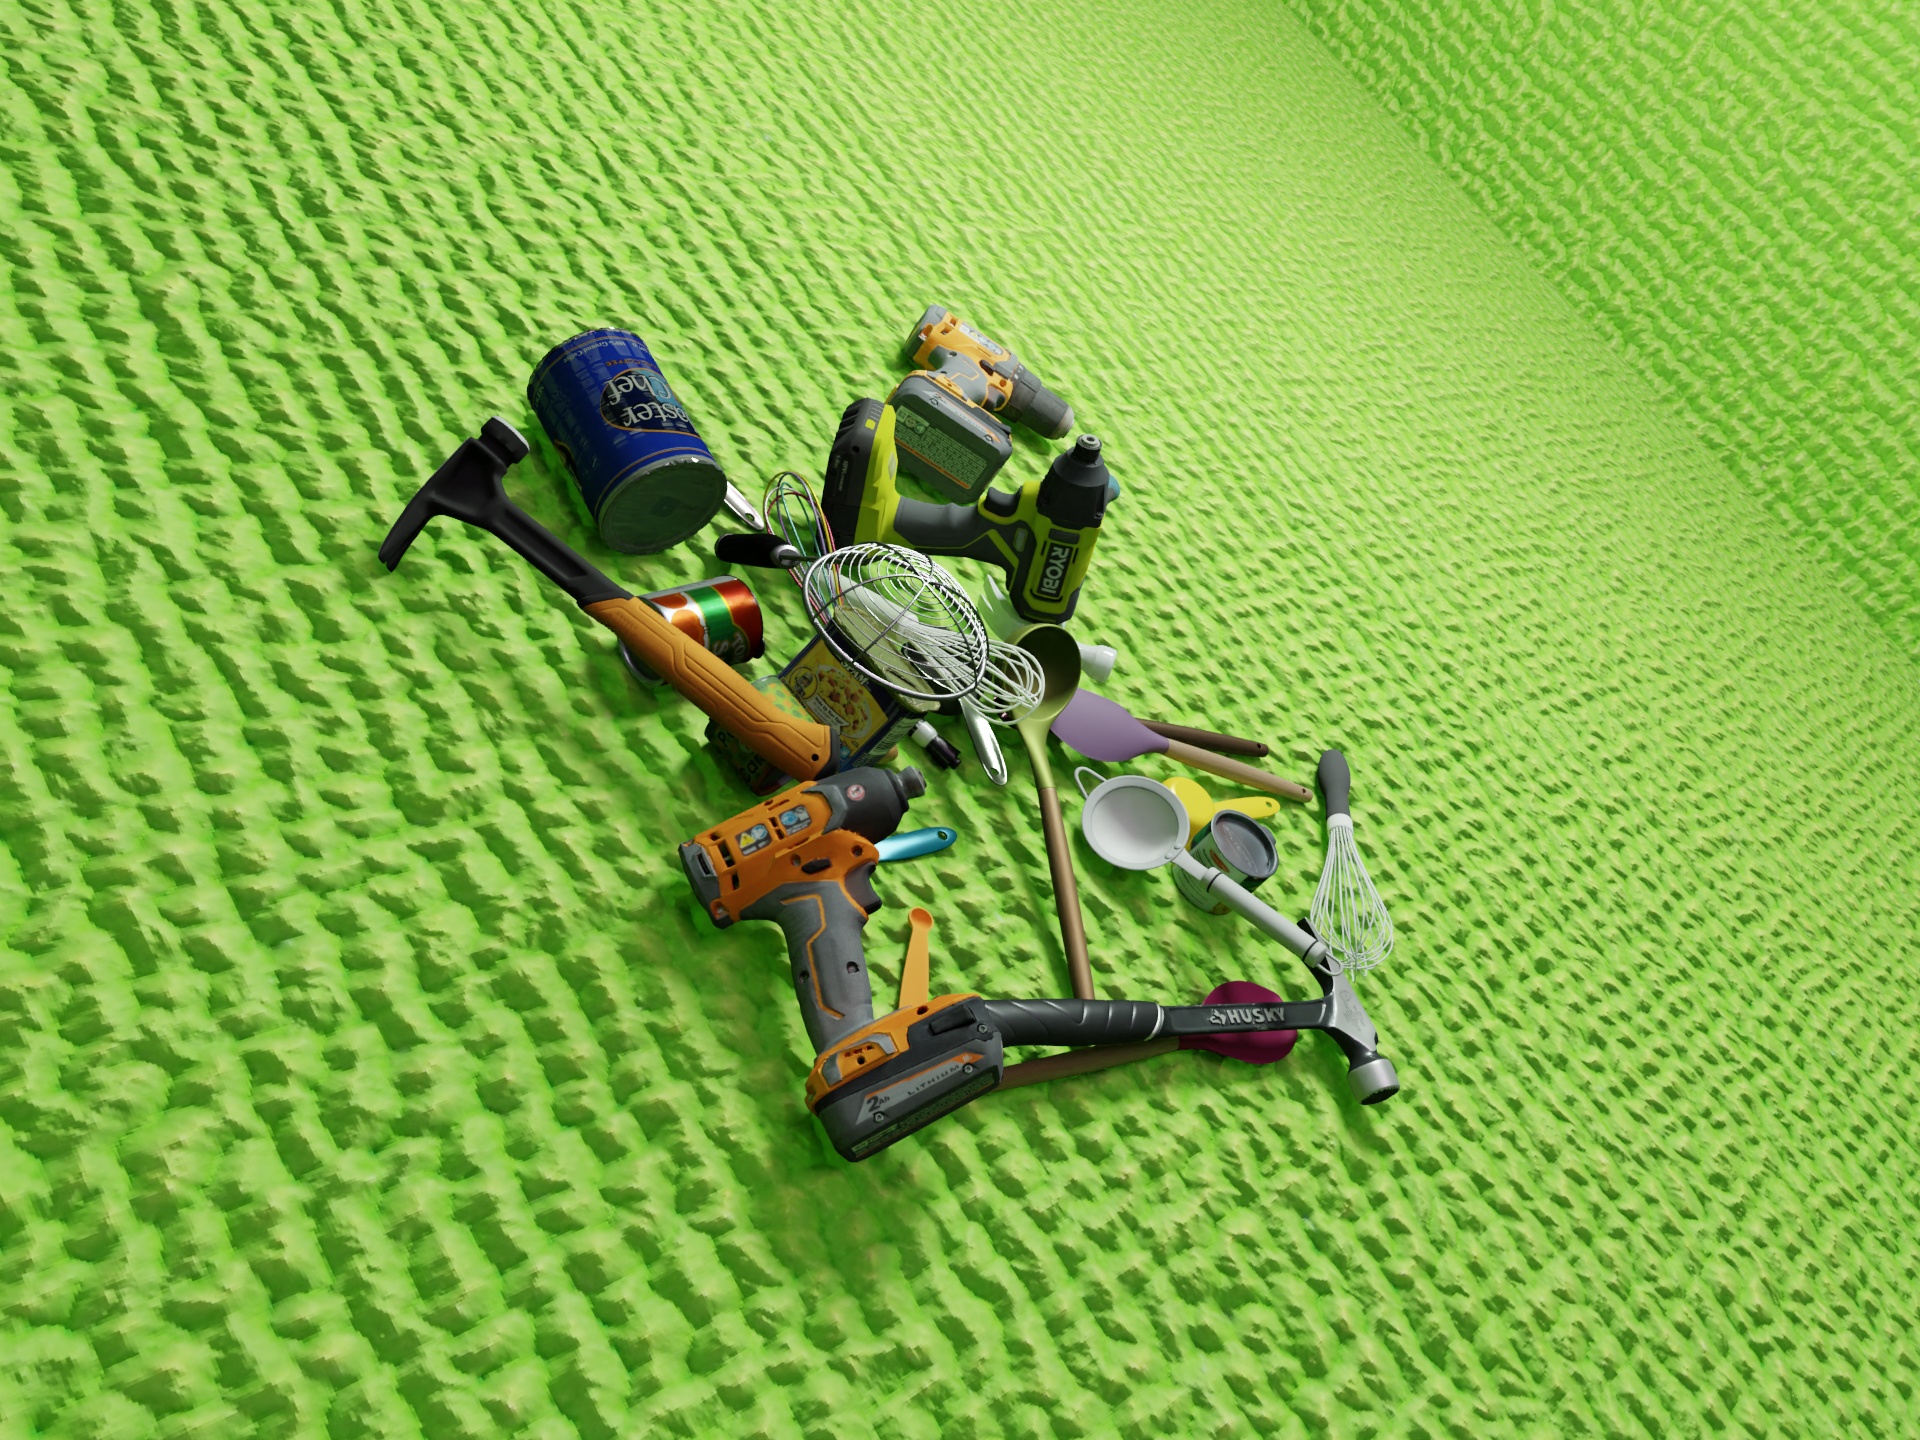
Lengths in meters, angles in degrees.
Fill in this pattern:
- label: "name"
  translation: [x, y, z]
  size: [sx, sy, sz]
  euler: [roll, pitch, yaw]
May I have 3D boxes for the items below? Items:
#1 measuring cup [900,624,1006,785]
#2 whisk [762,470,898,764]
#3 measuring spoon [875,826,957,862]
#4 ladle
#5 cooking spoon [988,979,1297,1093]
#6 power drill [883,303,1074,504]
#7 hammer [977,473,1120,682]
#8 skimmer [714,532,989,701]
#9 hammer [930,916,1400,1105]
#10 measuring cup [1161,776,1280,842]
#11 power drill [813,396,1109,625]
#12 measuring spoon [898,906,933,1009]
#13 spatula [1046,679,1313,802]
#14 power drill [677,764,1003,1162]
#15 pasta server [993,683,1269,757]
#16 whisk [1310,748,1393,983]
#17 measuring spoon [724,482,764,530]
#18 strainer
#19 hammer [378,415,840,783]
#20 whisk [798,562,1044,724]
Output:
- label: "measuring cup"
  translation: [-0.002, -0.004, 1.242]
  size: [0.083, 0.038, 0.168]
  euler: [4, 46, -31]
- label: "whisk"
  translation: [-0.100, -0.080, 1.221]
  size: [0.051, 0.047, 0.245]
  euler: [64, 5, -79]
- label: "measuring spoon"
  translation: [-0.047, 0.088, 1.141]
  size: [0.128, 0.021, 0.042]
  euler: [-10, 60, -42]
- label: "ladle"
  translation: [0.077, 0.073, 1.194]
  size: [0.078, 0.062, 0.320]
  euler: [12, 57, -36]
- label: "cooking spoon"
  translation: [0.134, 0.235, 1.146]
  size: [0.318, 0.017, 0.069]
  euler: [-2, 58, -40]
- label: "power drill"
  translation: [0.018, -0.294, 1.518]
  size: [0.185, 0.084, 0.226]
  euler: [32, 35, -11]
- label: "hammer"
  translation: [0.103, -0.149, 1.461]
  size: [0.128, 0.033, 0.331]
  euler: [20, 36, 2]
- label: "skimmer"
  translation: [-0.103, -0.081, 1.099]
  size: [0.127, 0.090, 0.363]
  euler: [10, 3, -31]
- label: "hammer"
  translation: [0.150, 0.210, 1.139]
  size: [0.408, 0.036, 0.149]
  euler: [7, 52, -36]
- label: "measuring cup"
  translation: [0.227, 0.072, 1.364]
  size: [0.156, 0.029, 0.062]
  euler: [-3, 55, -37]
- label: "power drill"
  translation: [0.004, -0.176, 1.287]
  size: [0.223, 0.171, 0.080]
  euler: [13, 42, -2]
- label: "measuring spoon"
  translation: [-0.033, 0.177, 1.081]
  size: [0.021, 0.011, 0.117]
  euler: [23, 45, -20]
- label: "spatula"
  translation: [0.193, 0.031, 1.363]
  size: [0.315, 0.018, 0.060]
  euler: [18, 62, -34]
- label: "power drill"
  translation: [-0.059, 0.137, 0.992]
  size: [0.164, 0.084, 0.227]
  euler: [-27, 67, -9]
- label: "pasta server"
  translation: [0.152, 0.002, 1.368]
  size: [0.316, 0.040, 0.060]
  euler: [10, 62, -33]
- label: "whisk"
  translation: [0.334, 0.115, 1.390]
  size: [0.070, 0.070, 0.285]
  euler: [28, 36, -13]
- label: "measuring spoon"
  translation: [-0.209, -0.196, 1.298]
  size: [0.124, 0.018, 0.034]
  euler: [44, 39, -4]
- label: "strainer"
  translation: [0.187, 0.121, 1.235]
  size: [0.259, 0.050, 0.087]
  euler: [36, 62, 27]
- label: "hammer"
  translation: [-0.224, -0.059, 1.065]
  size: [0.337, 0.034, 0.127]
  euler: [37, 76, 3]
- label: "whisk"
  translation: [-0.035, -0.066, 1.222]
  size: [0.246, 0.059, 0.057]
  euler: [30, 0, 30]
